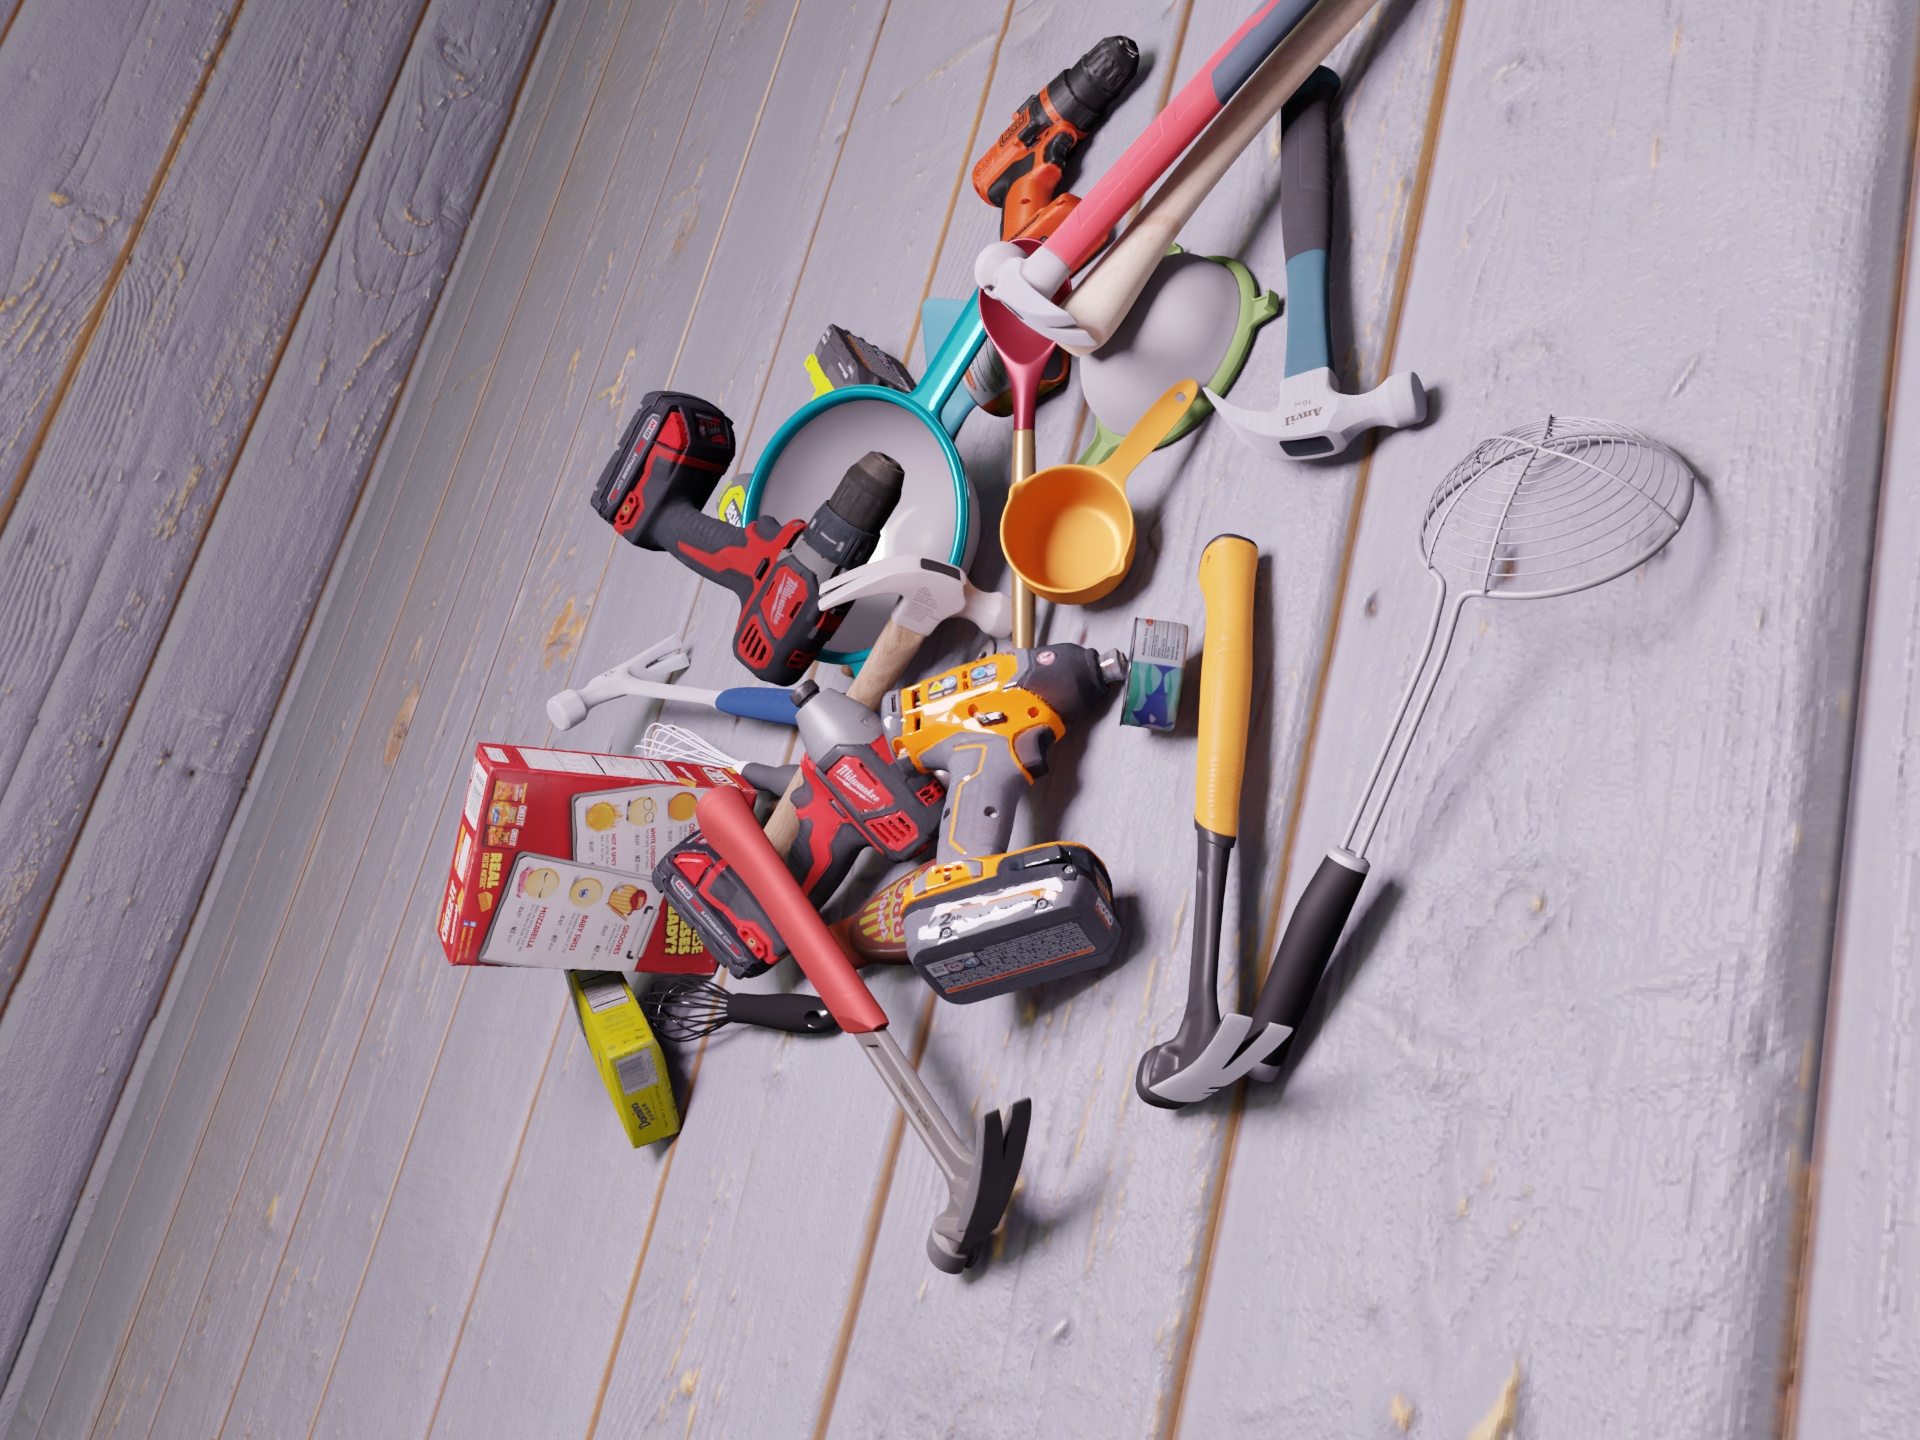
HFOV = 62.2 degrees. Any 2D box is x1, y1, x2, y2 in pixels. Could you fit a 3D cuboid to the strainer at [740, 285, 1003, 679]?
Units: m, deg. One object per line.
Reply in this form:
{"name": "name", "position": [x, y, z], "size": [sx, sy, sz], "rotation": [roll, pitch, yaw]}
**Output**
{"name": "strainer", "position": [-0.028, -0.197, 1.212], "size": [0.211, 0.095, 0.340], "rotation": [42, 108, 27]}

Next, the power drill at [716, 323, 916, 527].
{"name": "power drill", "position": [-0.130, -0.217, 1.410], "size": [0.228, 0.080, 0.191], "rotation": [-54, 34, 20]}

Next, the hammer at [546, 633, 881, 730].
{"name": "hammer", "position": [-0.204, -0.023, 1.379], "size": [0.144, 0.035, 0.406], "rotation": [-34, 26, -34]}

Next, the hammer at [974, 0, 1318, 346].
{"name": "hammer", "position": [0.170, -0.402, 1.008], "size": [0.386, 0.038, 0.143], "rotation": [-47, 36, 7]}

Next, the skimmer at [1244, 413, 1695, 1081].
{"name": "skimmer", "position": [0.237, 0.018, 0.790], "size": [0.127, 0.090, 0.363], "rotation": [36, 109, 54]}

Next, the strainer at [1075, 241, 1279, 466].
{"name": "strainer", "position": [0.097, -0.224, 1.104], "size": [0.256, 0.069, 0.152], "rotation": [-54, 35, 13]}

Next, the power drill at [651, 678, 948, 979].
{"name": "power drill", "position": [-0.116, 0.076, 1.140], "size": [0.219, 0.143, 0.078], "rotation": [-42, -2, 31]}

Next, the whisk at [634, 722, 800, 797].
{"name": "whisk", "position": [-0.200, 0.044, 1.353], "size": [0.285, 0.070, 0.070], "rotation": [6, 73, 50]}

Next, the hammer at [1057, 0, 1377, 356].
{"name": "hammer", "position": [0.194, -0.412, 1.053], "size": [0.410, 0.038, 0.146], "rotation": [-50, 36, 3]}

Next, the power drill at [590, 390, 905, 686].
{"name": "power drill", "position": [-0.154, -0.159, 1.191], "size": [0.227, 0.080, 0.188], "rotation": [41, 109, 24]}

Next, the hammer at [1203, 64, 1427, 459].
{"name": "hammer", "position": [0.220, -0.298, 1.002], "size": [0.128, 0.033, 0.331], "rotation": [-14, 54, 30]}

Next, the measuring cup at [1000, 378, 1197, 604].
{"name": "measuring cup", "position": [0.101, -0.152, 1.059], "size": [0.095, 0.052, 0.173], "rotation": [40, 87, 16]}

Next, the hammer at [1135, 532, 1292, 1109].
{"name": "hammer", "position": [0.144, 0.036, 0.874], "size": [0.127, 0.034, 0.337], "rotation": [122, 160, -59]}

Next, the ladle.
{"name": "ladle", "position": [0.045, -0.175, 1.104], "size": [0.069, 0.031, 0.315], "rotation": [-1, 87, 21]}

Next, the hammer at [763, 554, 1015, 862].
{"name": "hammer", "position": [-0.091, 0.014, 1.179], "size": [0.331, 0.130, 0.031], "rotation": [-57, 21, 30]}

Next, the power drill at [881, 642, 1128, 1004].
{"name": "power drill", "position": [0.037, 0.047, 0.983], "size": [0.164, 0.084, 0.227], "rotation": [-19, 47, 15]}

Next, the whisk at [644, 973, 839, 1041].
{"name": "whisk", "position": [-0.167, 0.221, 1.201], "size": [0.239, 0.055, 0.055], "rotation": [-8, 62, 47]}

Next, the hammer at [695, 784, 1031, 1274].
{"name": "hammer", "position": [-0.074, 0.157, 0.984], "size": [0.359, 0.036, 0.149], "rotation": [50, 141, 37]}

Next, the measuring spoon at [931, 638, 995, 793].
{"name": "measuring spoon", "position": [-0.002, -0.004, 1.141], "size": [0.034, 0.018, 0.124], "rotation": [2, 70, 55]}

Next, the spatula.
{"name": "spatula", "position": [-0.042, -0.187, 1.295], "size": [0.082, 0.044, 0.317], "rotation": [18, 85, 29]}
